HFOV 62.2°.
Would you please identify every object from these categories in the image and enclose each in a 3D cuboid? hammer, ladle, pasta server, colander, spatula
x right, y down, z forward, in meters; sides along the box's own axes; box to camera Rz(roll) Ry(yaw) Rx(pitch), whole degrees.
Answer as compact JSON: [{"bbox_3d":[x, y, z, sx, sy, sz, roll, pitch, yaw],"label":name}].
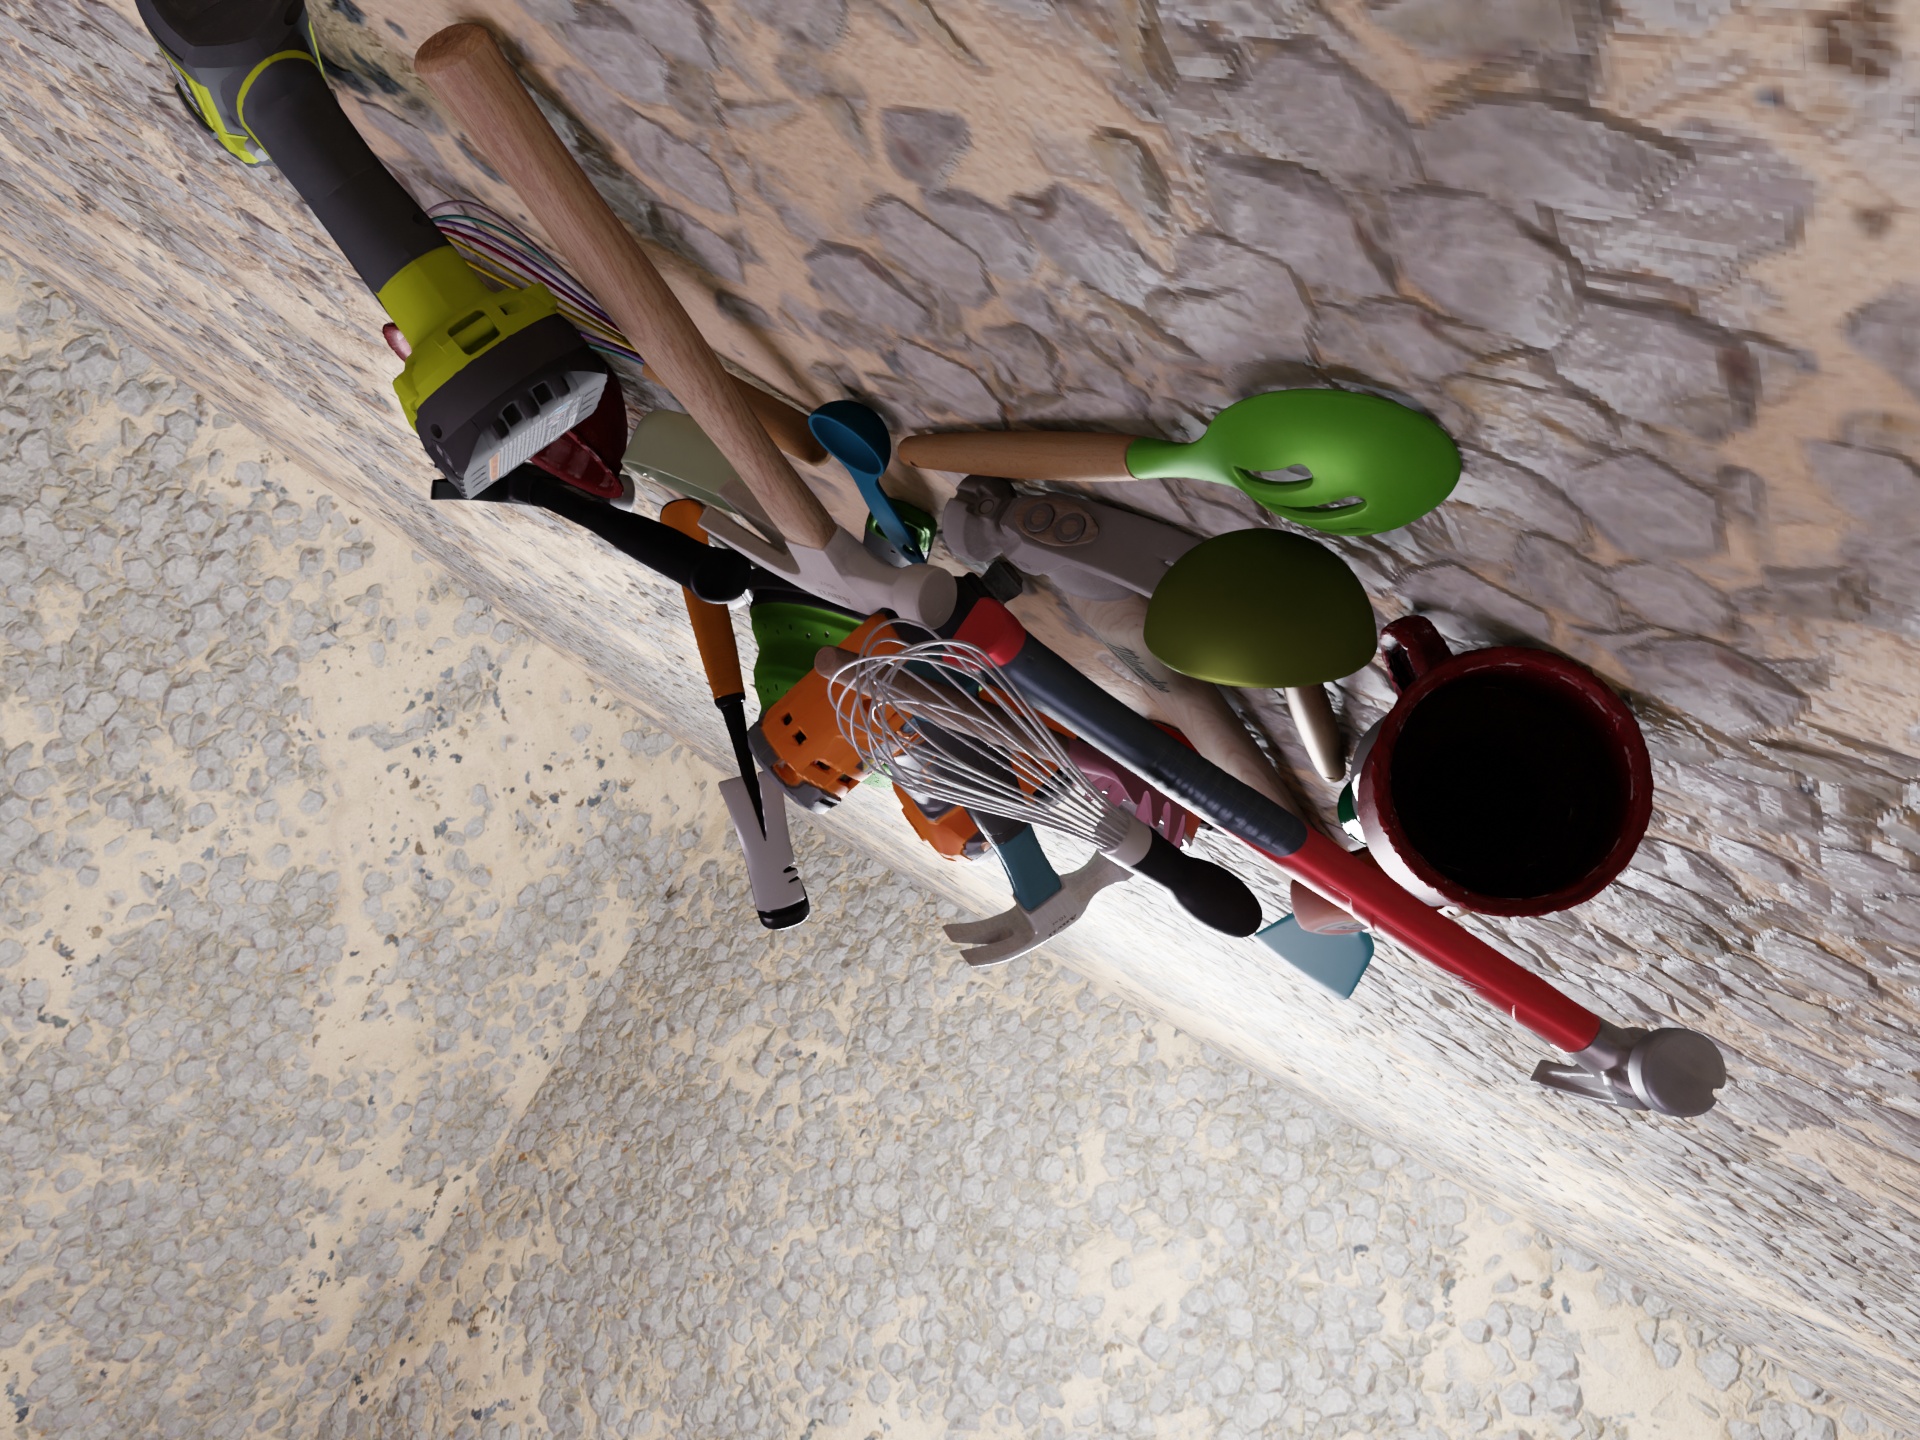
[{"bbox_3d":[0.024,0.052,0.888,0.033,0.128,0.330,50,173,30],"label":"hammer"},{"bbox_3d":[-0.121,-0.156,0.698,0.130,0.031,0.331,17,156,38],"label":"hammer"},{"bbox_3d":[-0.151,-0.034,0.999,0.127,0.034,0.337,84,168,-47],"label":"hammer"},{"bbox_3d":[-0.224,-0.125,1.003,0.146,0.035,0.335,3,-165,-34],"label":"hammer"},{"bbox_3d":[0.138,0.010,0.814,0.146,0.038,0.410,23,167,36],"label":"hammer"},{"bbox_3d":[0.138,-0.003,0.649,0.078,0.062,0.320,8,168,20],"label":"ladle"},{"bbox_3d":[0.030,0.015,0.777,0.060,0.040,0.316,28,-176,37],"label":"pasta server"},{"bbox_3d":[-0.060,-0.033,0.977,0.204,0.094,0.397,22,167,-1],"label":"colander"},{"bbox_3d":[0.267,0.138,1.027,0.082,0.044,0.317,35,170,5],"label":"spatula"},{"bbox_3d":[0.159,0.065,0.751,0.386,0.038,0.143,33,170,0],"label":"hammer"}]

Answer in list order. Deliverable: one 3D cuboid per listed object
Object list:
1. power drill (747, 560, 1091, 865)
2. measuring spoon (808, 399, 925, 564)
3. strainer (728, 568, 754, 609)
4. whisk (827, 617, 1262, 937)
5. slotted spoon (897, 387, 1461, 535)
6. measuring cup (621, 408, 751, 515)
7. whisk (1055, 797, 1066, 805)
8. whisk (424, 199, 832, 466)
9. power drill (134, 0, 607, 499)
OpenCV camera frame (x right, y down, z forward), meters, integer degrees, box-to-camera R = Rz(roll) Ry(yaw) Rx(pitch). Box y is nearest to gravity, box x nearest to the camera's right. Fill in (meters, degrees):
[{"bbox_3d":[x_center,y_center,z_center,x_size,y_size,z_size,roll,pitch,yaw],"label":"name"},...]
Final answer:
[{"bbox_3d":[-0.001,-0.003,0.895,0.084,0.164,0.226,53,-171,26],"label":"power drill"},{"bbox_3d":[-0.035,-0.113,0.759,0.042,0.021,0.128,28,165,27],"label":"measuring spoon"},{"bbox_3d":[-0.135,-0.099,1.119,0.086,0.050,0.259,20,176,-34],"label":"strainer"},{"bbox_3d":[0.053,0.039,0.700,0.284,0.070,0.070,33,172,-38],"label":"whisk"},{"bbox_3d":[0.053,-0.095,0.585,0.070,0.031,0.314,32,173,-30],"label":"slotted spoon"},{"bbox_3d":[-0.119,-0.136,0.921,0.083,0.038,0.167,20,180,42],"label":"measuring cup"},{"bbox_3d":[0.076,0.032,1.091,0.055,0.055,0.239,34,166,-11],"label":"whisk"},{"bbox_3d":[-0.172,-0.188,0.781,0.245,0.051,0.047,29,164,2],"label":"whisk"},{"bbox_3d":[-0.256,-0.213,0.693,0.223,0.080,0.171,54,167,-10],"label":"power drill"}]
